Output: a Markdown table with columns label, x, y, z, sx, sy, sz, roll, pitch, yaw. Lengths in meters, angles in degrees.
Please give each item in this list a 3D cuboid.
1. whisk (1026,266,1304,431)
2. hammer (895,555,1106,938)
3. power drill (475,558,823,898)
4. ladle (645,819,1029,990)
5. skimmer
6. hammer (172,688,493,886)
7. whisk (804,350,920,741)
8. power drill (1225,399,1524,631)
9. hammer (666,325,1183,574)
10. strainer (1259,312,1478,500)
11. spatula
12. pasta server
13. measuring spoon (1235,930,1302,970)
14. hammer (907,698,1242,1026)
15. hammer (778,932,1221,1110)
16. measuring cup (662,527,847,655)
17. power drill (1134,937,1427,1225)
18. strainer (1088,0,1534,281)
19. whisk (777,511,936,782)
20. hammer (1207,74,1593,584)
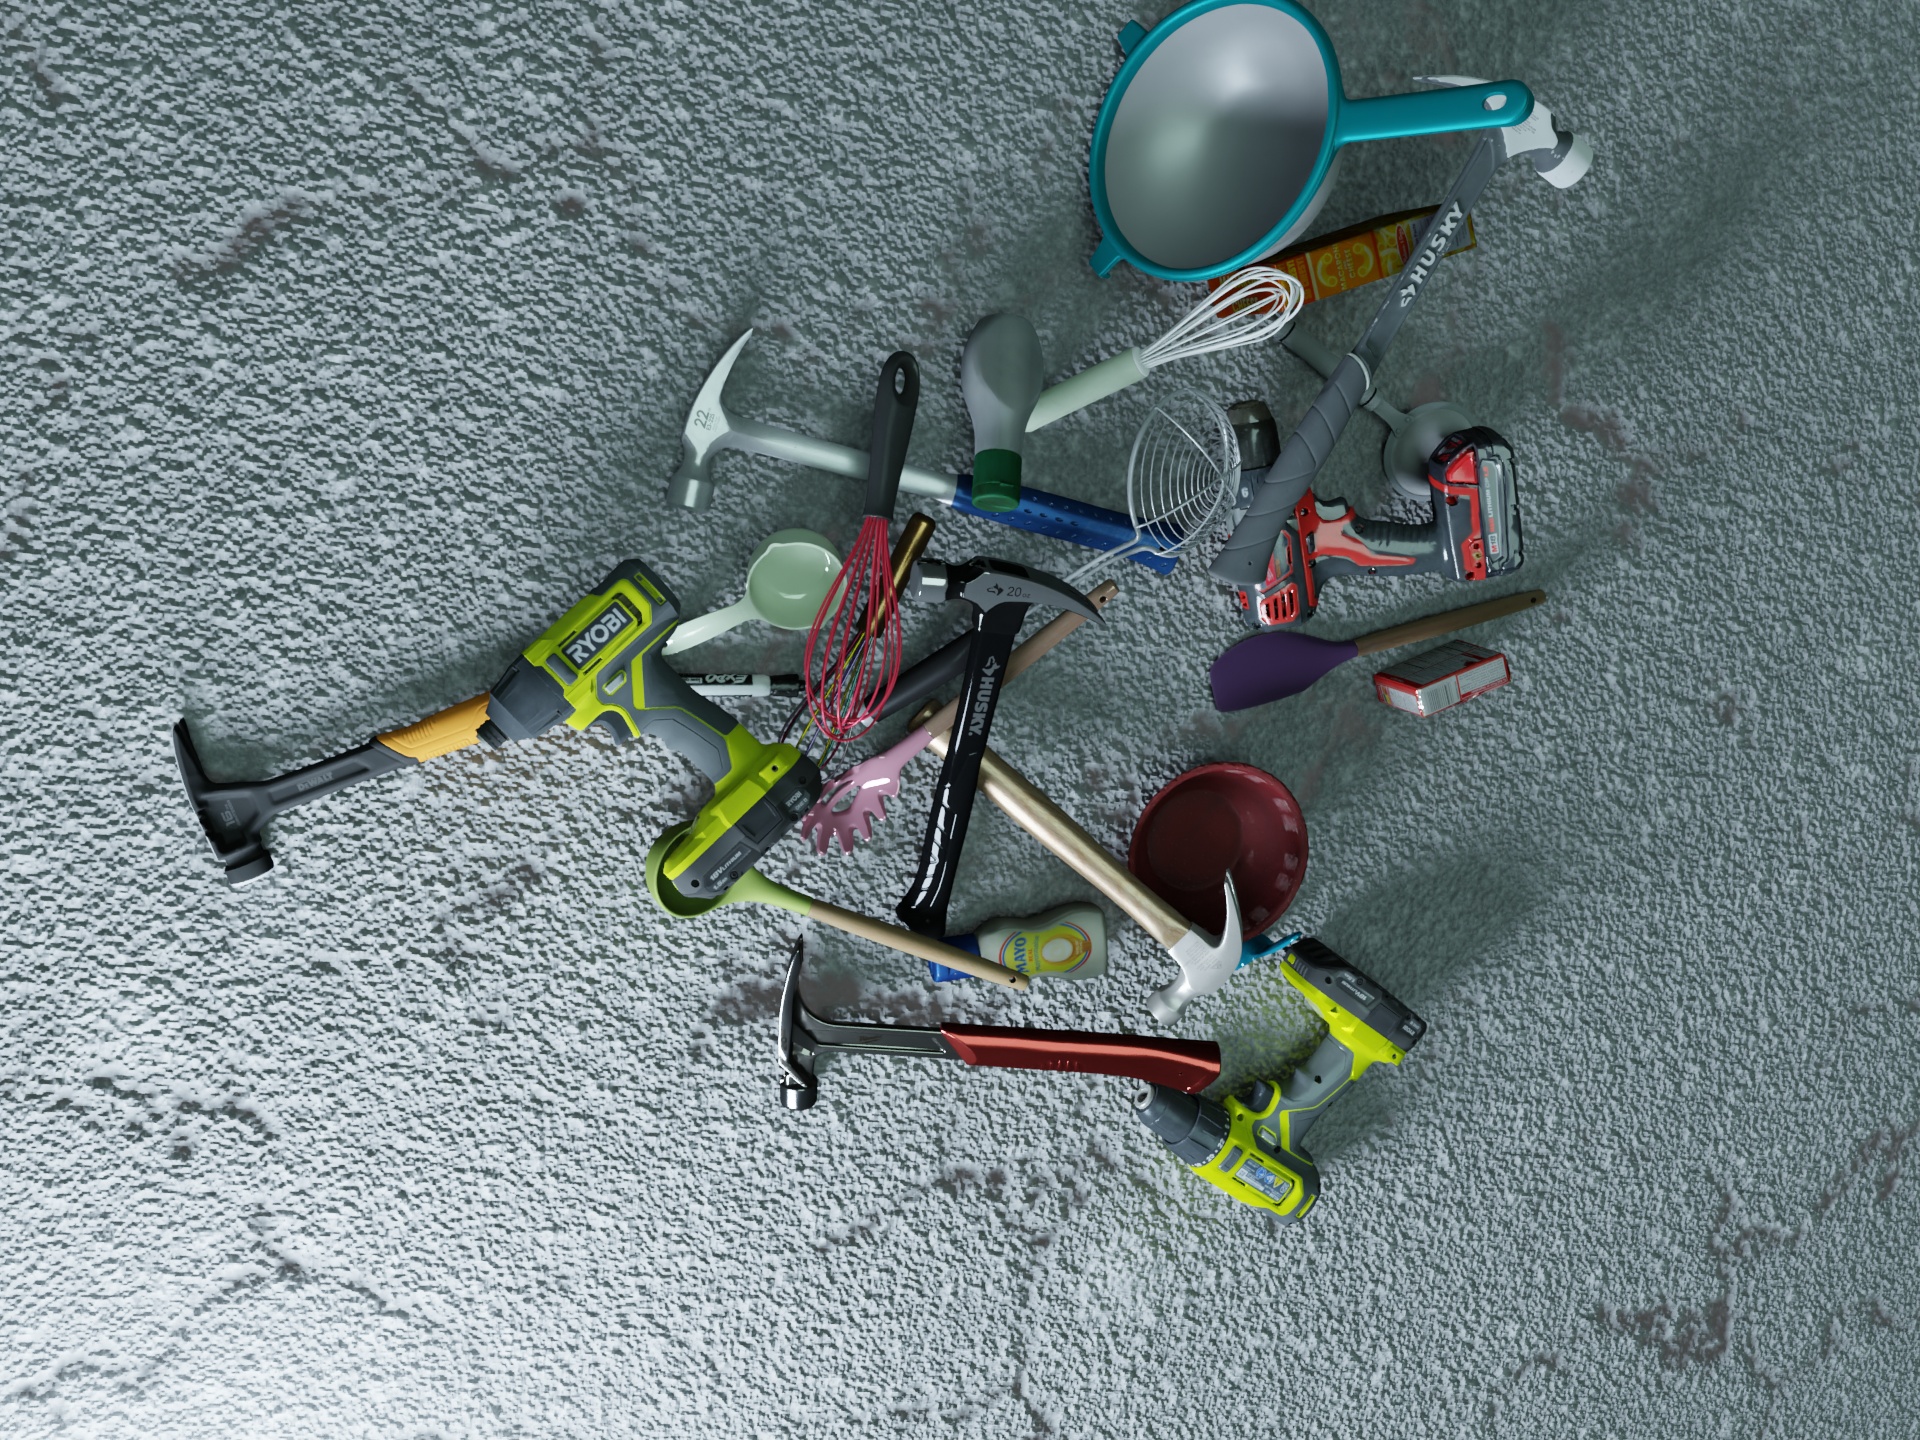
| label | x | y | z | sx | sy | sz | roll | pitch | yaw |
| --- | --- | --- | --- | --- | --- | --- | --- | --- | --- |
| whisk | 0.143 | -0.274 | 1.198 | 0.246 | 0.058 | 0.059 | -21 | 145 | 29 |
| hammer | 0.007 | 0.031 | 1.223 | 0.146 | 0.035 | 0.334 | 4 | 121 | -16 |
| power drill | -0.225 | 0.017 | 1.162 | 0.171 | 0.080 | 0.223 | -44 | 98 | -11 |
| ladle | -0.093 | 0.158 | 1.250 | 0.320 | 0.062 | 0.078 | 21 | 90 | -8 |
| skimmer | 0.062 | -0.119 | 1.240 | 0.363 | 0.090 | 0.127 | -33 | 139 | 14 |
| hammer | -0.398 | 0.006 | 1.178 | 0.337 | 0.034 | 0.127 | -21 | 106 | -10 |
| whisk | -0.065 | -0.130 | 1.176 | 0.073 | 0.073 | 0.296 | 11 | 85 | -16 |
| power drill | 0.324 | -0.180 | 1.284 | 0.226 | 0.080 | 0.187 | -11 | 107 | 6 |
| hammer | -0.014 | -0.188 | 1.239 | 0.405 | 0.035 | 0.144 | 13 | 97 | -16 |
| strainer | 0.346 | -0.260 | 1.318 | 0.258 | 0.050 | 0.087 | 34 | 105 | -15 |
| spatula | 0.361 | -0.071 | 1.368 | 0.316 | 0.018 | 0.059 | -15 | 103 | -10 |
| pasta server | -0.002 | -0.004 | 1.233 | 0.316 | 0.040 | 0.060 | -38 | 123 | 15 |
| measuring spoon | 0.256 | 0.185 | 1.340 | 0.042 | 0.128 | 0.021 | -35 | 82 | -18 |
| hammer | 0.093 | 0.099 | 1.282 | 0.331 | 0.031 | 0.130 | 41 | 109 | -4 |
| hammer | 0.033 | 0.256 | 1.292 | 0.359 | 0.037 | 0.149 | 4 | 109 | -3 |
| measuring cup | -0.167 | -0.093 | 1.221 | 0.167 | 0.038 | 0.083 | -23 | 125 | 9 |
| power drill | 0.278 | 0.309 | 1.390 | 0.190 | 0.080 | 0.228 | 36 | 93 | -18 |
| strainer | 0.256 | -0.417 | 1.150 | 0.095 | 0.340 | 0.211 | 4 | 94 | -51 |
| whisk | -0.081 | -0.049 | 1.234 | 0.047 | 0.051 | 0.245 | 19 | 103 | -40 |
| hammer | 0.303 | -0.279 | 1.181 | 0.149 | 0.036 | 0.409 | 26 | 101 | -24 |
